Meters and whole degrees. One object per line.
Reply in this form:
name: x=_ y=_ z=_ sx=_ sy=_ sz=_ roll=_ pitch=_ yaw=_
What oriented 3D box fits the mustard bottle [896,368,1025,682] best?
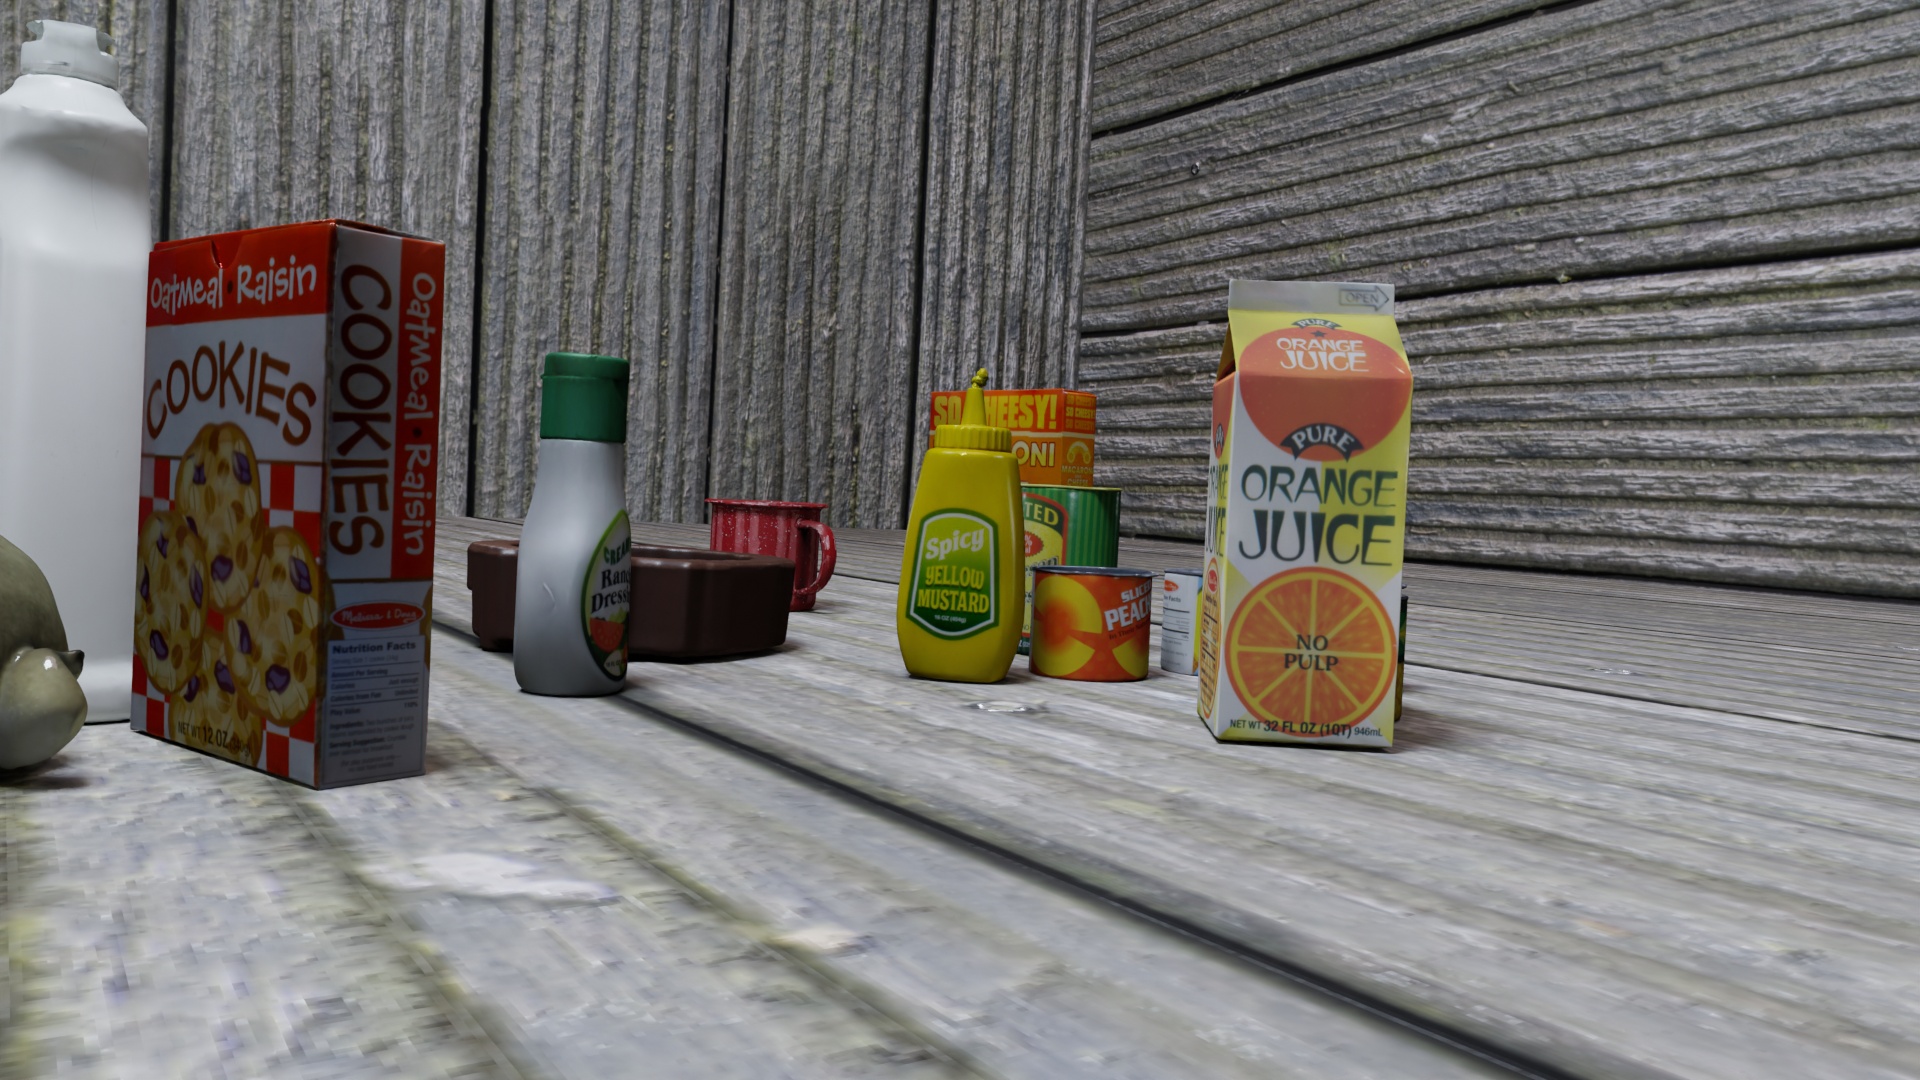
mustard bottle: x=0.003 y=-0.009 z=0.713 sx=0.065 sy=0.160 sz=0.049 roll=3 pitch=1 yaw=10

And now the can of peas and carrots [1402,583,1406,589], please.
can of peas and carrots: x=0.203 y=0.050 z=0.751 sx=0.071 sy=0.058 sz=0.071 roll=3 pitch=2 yaw=0

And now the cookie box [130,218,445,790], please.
cookie box: x=-0.221 y=-0.014 z=0.450 sx=0.123 sy=0.167 sz=0.040 roll=4 pitch=2 yaw=37

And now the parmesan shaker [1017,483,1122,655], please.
parmesan shaker: x=0.065 y=0.018 z=0.847 sx=0.071 sy=0.103 sz=0.071 roll=3 pitch=2 yaw=0

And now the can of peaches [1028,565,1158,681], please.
can of peaches: x=0.072 y=0.044 z=0.754 sx=0.071 sy=0.058 sz=0.071 roll=3 pitch=2 yaw=0

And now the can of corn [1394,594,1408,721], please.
can of corn: x=0.177 y=0.053 z=0.658 sx=0.071 sy=0.058 sz=0.071 roll=3 pitch=2 yaw=0

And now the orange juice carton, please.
orange juice carton: x=0.143 y=-0.014 z=0.587 sx=0.072 sy=0.192 sz=0.073 roll=3 pitch=1 yaw=3

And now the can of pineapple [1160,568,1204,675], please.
can of pineapple: x=0.150 y=0.047 z=0.797 sx=0.071 sy=0.058 sz=0.071 roll=3 pitch=2 yaw=0

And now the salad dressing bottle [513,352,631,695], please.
salad dressing bottle: x=-0.168 y=-0.007 z=0.611 sx=0.044 sy=0.147 sz=0.064 roll=3 pitch=1 yaw=10

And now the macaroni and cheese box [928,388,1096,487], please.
macaroni and cheese box: x=0.032 y=-0.019 z=0.958 sx=0.123 sy=0.166 sz=0.040 roll=4 pitch=2 yaw=42
